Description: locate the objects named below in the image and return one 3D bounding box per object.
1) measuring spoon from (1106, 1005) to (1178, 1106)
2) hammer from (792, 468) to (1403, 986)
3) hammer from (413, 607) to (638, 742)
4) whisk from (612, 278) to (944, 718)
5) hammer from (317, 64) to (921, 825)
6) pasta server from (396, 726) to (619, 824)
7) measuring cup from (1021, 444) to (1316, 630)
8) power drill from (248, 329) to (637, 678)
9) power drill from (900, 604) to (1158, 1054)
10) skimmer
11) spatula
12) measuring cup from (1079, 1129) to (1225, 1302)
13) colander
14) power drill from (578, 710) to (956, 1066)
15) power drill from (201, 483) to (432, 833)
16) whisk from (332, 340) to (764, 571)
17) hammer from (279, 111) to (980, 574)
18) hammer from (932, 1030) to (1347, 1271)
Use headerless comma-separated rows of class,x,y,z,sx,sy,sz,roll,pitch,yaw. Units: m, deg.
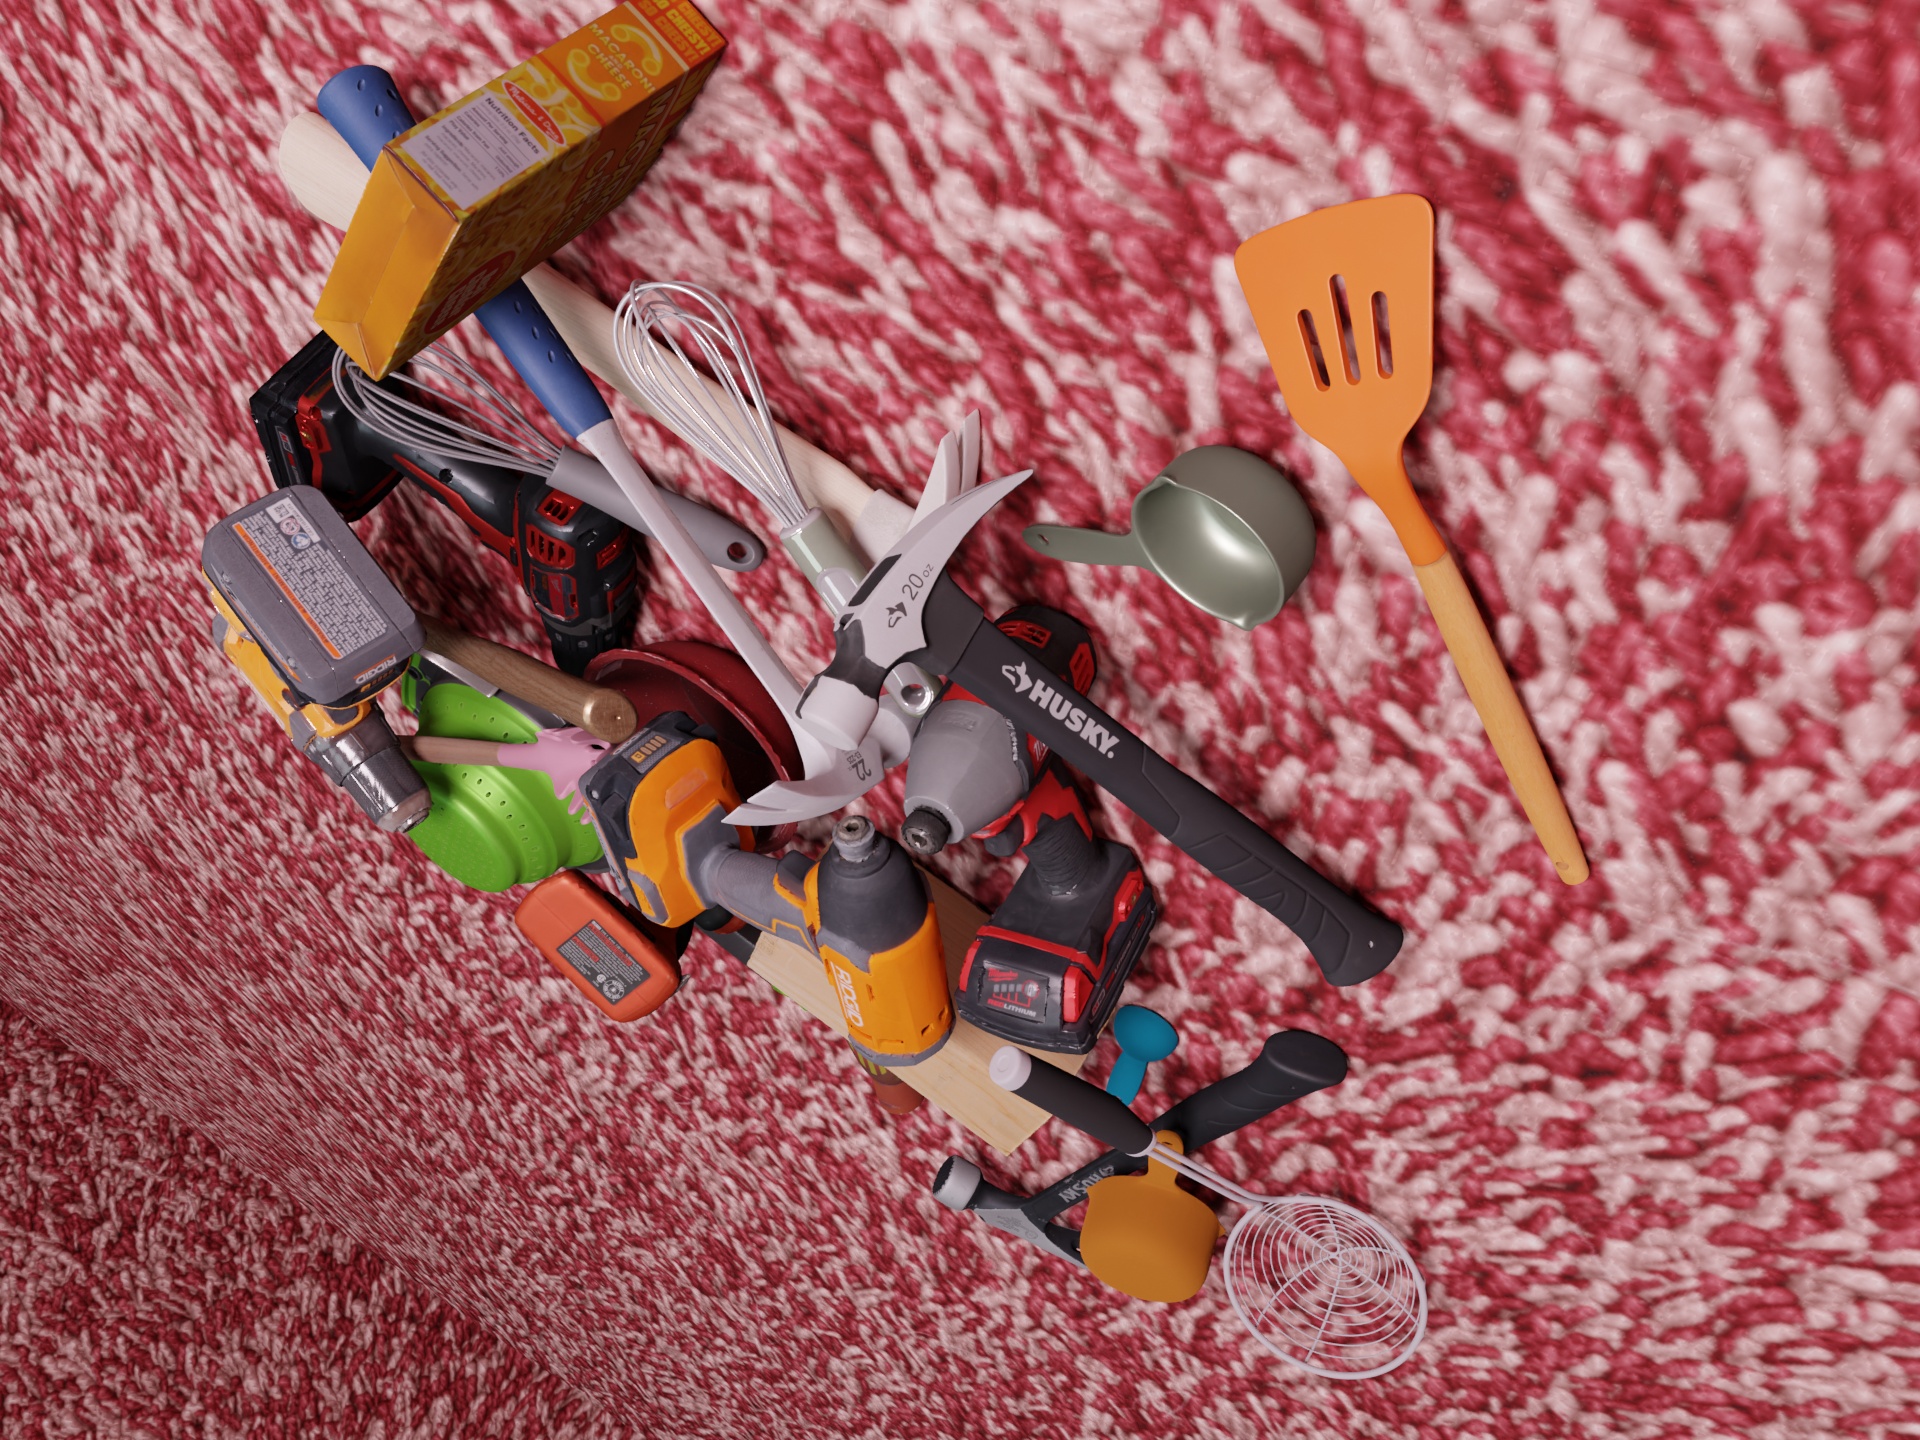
measuring spoon,0.106,0.224,1.013,0.042,0.021,0.128,28,143,14
hammer,0.089,0.025,0.737,0.334,0.146,0.035,36,164,-23
hammer,-0.289,-0.036,0.982,0.331,0.031,0.129,19,166,48
whisk,-0.079,-0.099,0.744,0.058,0.059,0.246,-29,110,17
hammer,-0.166,-0.126,0.741,0.035,0.144,0.405,-34,94,29
pasta server,-0.318,0.024,1.038,0.316,0.040,0.060,3,114,39
measuring cup,0.087,-0.086,0.699,0.168,0.038,0.083,14,145,55
power drill,-0.293,-0.118,0.950,0.227,0.080,0.187,29,150,7
power drill,0.031,0.065,0.809,0.078,0.143,0.219,11,138,28
skimmer,0.142,0.291,0.923,0.127,0.090,0.362,-29,132,30
spatula,0.200,-0.054,0.640,0.081,0.041,0.322,-4,131,43
measuring cup,0.121,0.318,1.013,0.095,0.052,0.173,14,143,13
colander,-0.278,0.108,1.158,0.397,0.094,0.204,38,144,1
power drill,-0.104,0.080,0.871,0.227,0.084,0.164,26,143,32
power drill,-0.386,-0.026,0.980,0.185,0.084,0.226,53,152,-1
whisk,-0.209,-0.136,0.832,0.238,0.055,0.055,25,149,-22
hammer,-0.175,-0.195,0.794,0.411,0.038,0.146,34,138,8
hammer,0.123,0.287,1.047,0.149,0.036,0.408,31,142,-7
